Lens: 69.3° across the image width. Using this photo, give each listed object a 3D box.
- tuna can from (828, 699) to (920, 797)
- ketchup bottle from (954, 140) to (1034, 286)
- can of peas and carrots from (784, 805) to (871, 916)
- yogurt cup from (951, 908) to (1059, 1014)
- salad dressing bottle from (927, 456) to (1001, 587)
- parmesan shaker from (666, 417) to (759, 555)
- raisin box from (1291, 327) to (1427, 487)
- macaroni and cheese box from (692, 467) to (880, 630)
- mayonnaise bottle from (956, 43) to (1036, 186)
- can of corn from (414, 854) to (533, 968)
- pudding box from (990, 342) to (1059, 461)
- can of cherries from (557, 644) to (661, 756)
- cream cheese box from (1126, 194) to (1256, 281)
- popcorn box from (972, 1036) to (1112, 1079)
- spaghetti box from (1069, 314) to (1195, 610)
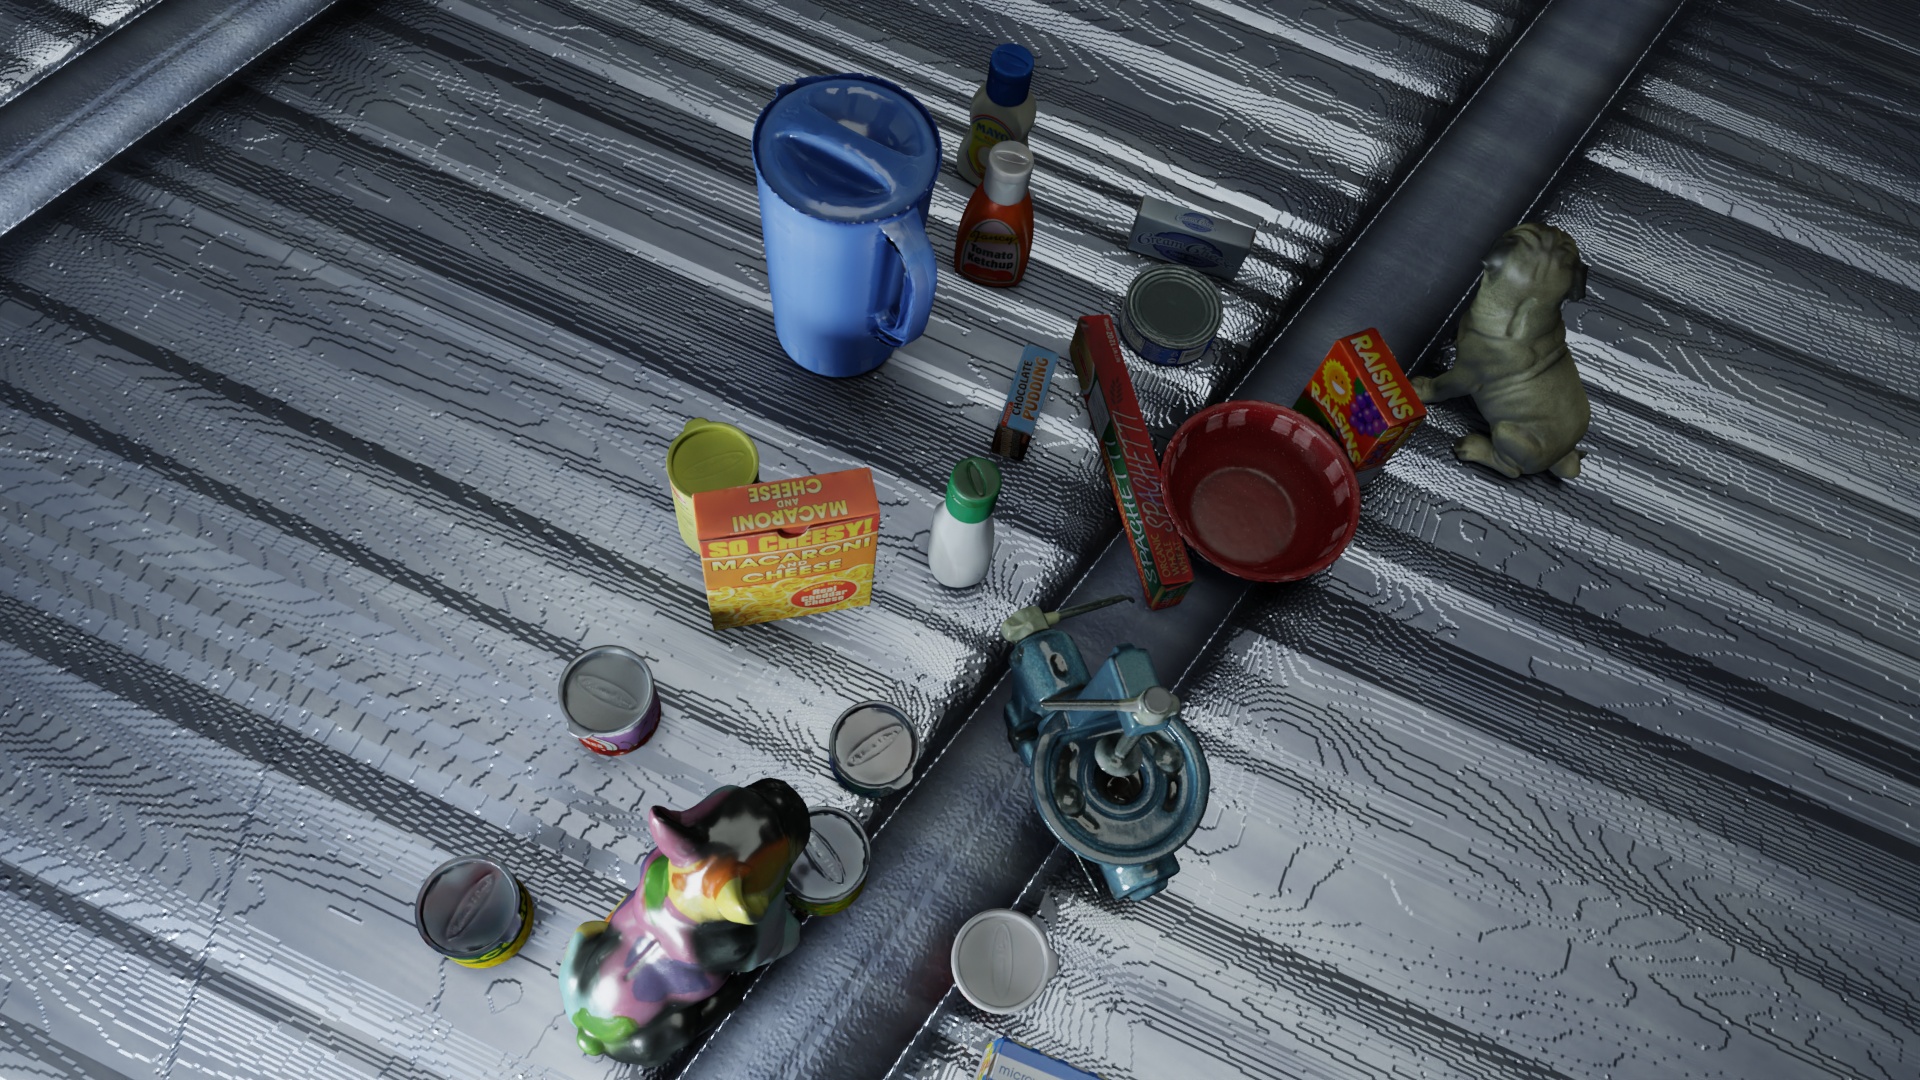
[{"bbox_3d":[-0.062,0.154,1.012,0.071,0.032,0.071,2,65,-5],"label":"tuna can"},{"bbox_3d":[0.033,-0.270,1.153,0.065,0.148,0.044,12,65,-1],"label":"ketchup bottle"},{"bbox_3d":[-0.098,0.224,0.962,0.071,0.058,0.071,2,66,-5],"label":"can of peas and carrots"},{"bbox_3d":[0.025,0.290,0.949,0.072,0.053,0.072,2,66,-5],"label":"yogurt cup"},{"bbox_3d":[0.004,-0.013,1.033,0.044,0.147,0.064,-14,68,-12],"label":"salad dressing bottle"},{"bbox_3d":[-0.185,-0.039,1.048,0.071,0.102,0.071,2,66,-5],"label":"parmesan shaker"},{"bbox_3d":[0.319,-0.102,1.123,0.040,0.123,0.086,-18,69,-14],"label":"raisin box"},{"bbox_3d":[-0.123,0.010,0.998,0.124,0.165,0.040,-9,67,-10],"label":"macaroni and cheese box"},{"bbox_3d":[0.035,-0.361,1.195,0.065,0.147,0.041,27,66,6],"label":"mayonnaise bottle"},{"bbox_3d":[-0.320,0.249,0.926,0.071,0.058,0.071,2,66,-5],"label":"can of corn"},{"bbox_3d":[0.053,-0.114,1.138,0.030,0.049,0.084,19,65,2],"label":"pudding box"},{"bbox_3d":[-0.252,0.117,0.994,0.071,0.058,0.072,2,66,-5],"label":"can of cherries"},{"bbox_3d":[0.202,-0.265,1.222,0.104,0.053,0.024,18,65,2],"label":"cream cheese box"},{"bbox_3d":[0.074,0.365,0.903,0.127,0.085,0.038,21,65,3],"label":"popcorn box"},{"bbox_3d":[0.136,-0.066,1.126,0.029,0.050,0.251,-10,67,-11],"label":"spaghetti box"}]
